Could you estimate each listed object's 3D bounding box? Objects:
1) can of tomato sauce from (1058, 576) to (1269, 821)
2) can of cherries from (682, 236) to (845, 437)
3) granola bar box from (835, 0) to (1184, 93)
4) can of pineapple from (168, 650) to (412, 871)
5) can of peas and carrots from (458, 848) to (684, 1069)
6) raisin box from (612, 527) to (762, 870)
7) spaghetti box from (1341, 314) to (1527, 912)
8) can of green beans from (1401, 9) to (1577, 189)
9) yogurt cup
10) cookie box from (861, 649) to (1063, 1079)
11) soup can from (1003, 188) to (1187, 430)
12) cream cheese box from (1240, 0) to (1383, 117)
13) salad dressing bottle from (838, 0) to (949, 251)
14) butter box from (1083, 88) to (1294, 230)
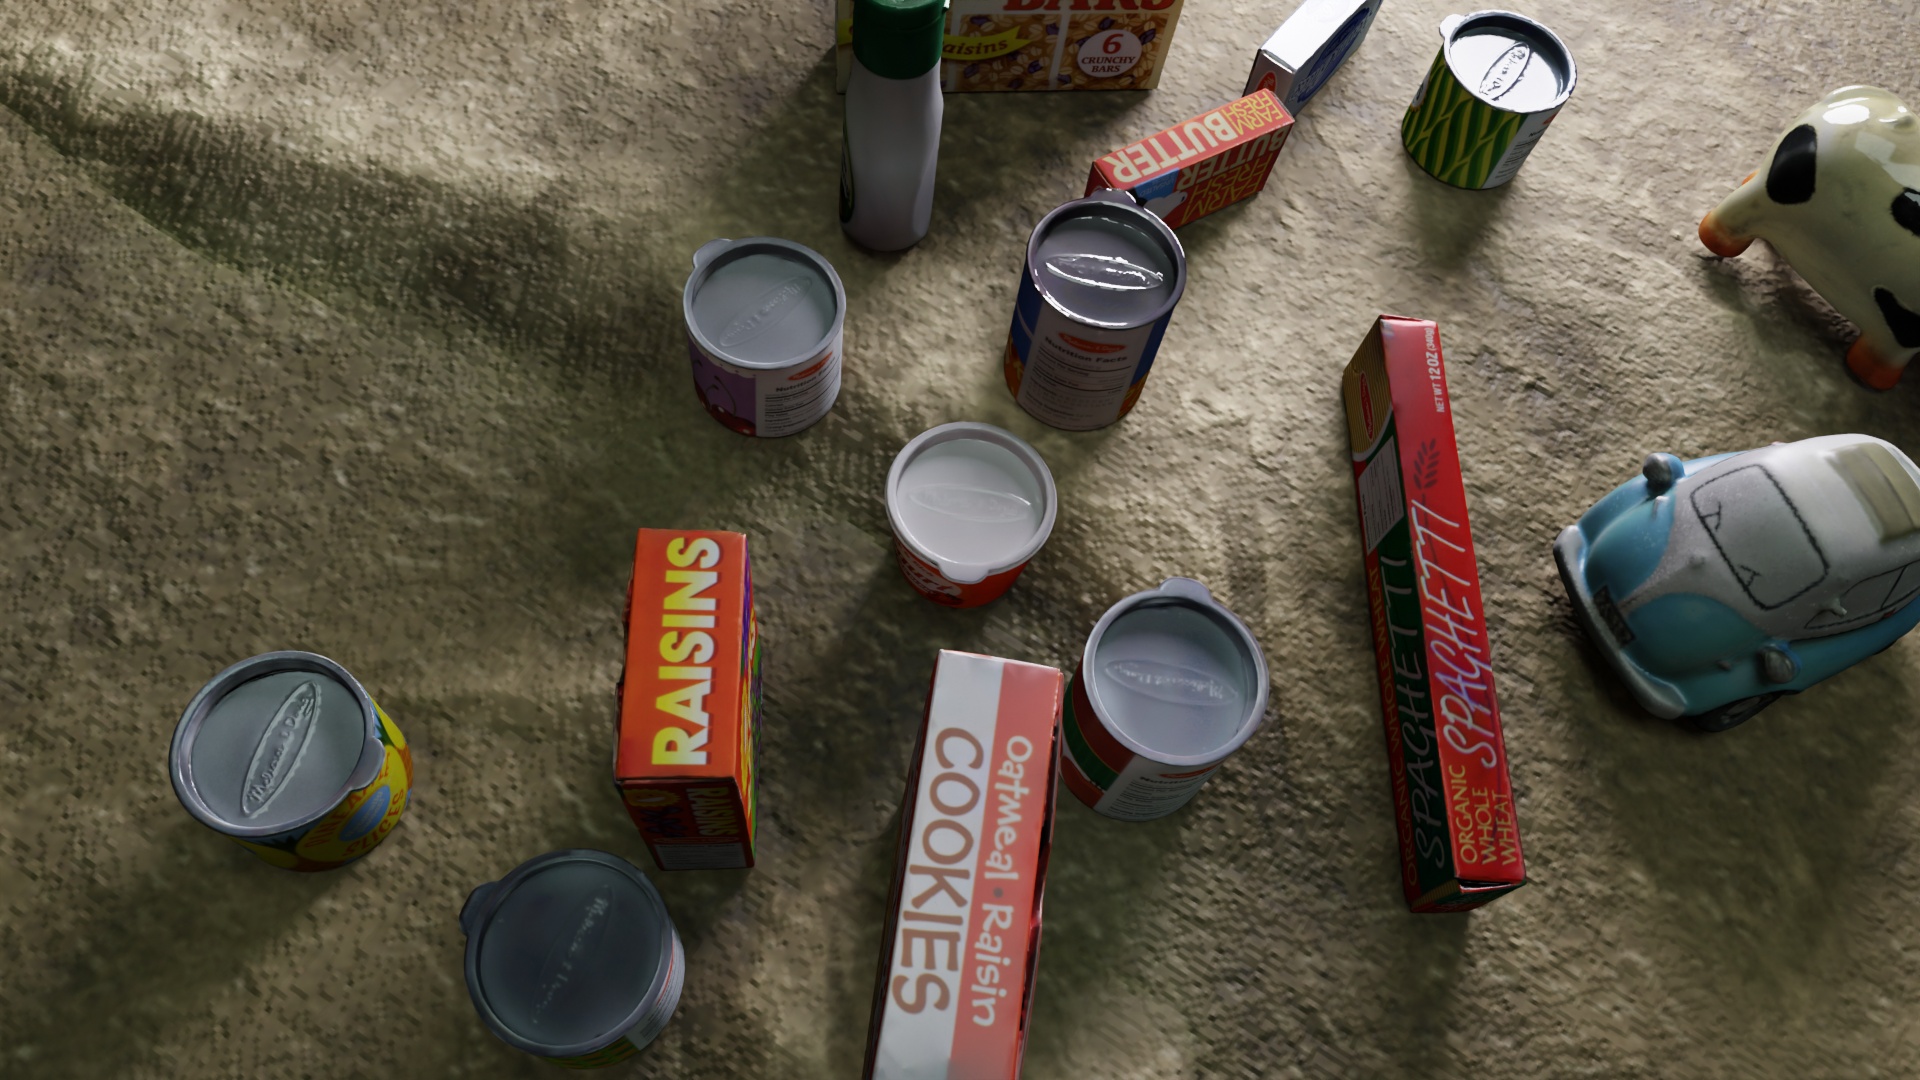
[{"bbox_3d":[0.072,0.062,0.525,0.071,0.082,0.071,2,64,-5],"label":"can of tomato sauce"},{"bbox_3d":[-0.084,-0.088,0.594,0.071,0.058,0.072,2,64,-5],"label":"can of cherries"},{"bbox_3d":[0.024,-0.270,0.657,0.166,0.123,0.039,-3,65,-8],"label":"granola bar box"},{"bbox_3d":[-0.235,0.081,0.496,0.071,0.057,0.071,2,64,-5],"label":"can of pineapple"},{"bbox_3d":[-0.132,0.144,0.477,0.071,0.058,0.071,2,64,-5],"label":"can of peas and carrots"},{"bbox_3d":[-0.092,0.060,0.486,0.040,0.123,0.086,2,65,-5],"label":"raisin box"},{"bbox_3d":[0.191,0.024,0.574,0.029,0.050,0.251,3,64,-5],"label":"spaghetti box"},{"bbox_3d":[0.263,-0.220,0.695,0.071,0.057,0.071,2,64,-5],"label":"can of green beans"},{"bbox_3d":[0.002,-0.007,0.567,0.072,0.053,0.072,2,64,-5],"label":"yogurt cup"},{"bbox_3d":[-0.003,0.122,0.441,0.040,0.166,0.123,9,64,-2],"label":"cookie box"},{"bbox_3d":[0.056,-0.098,0.600,0.071,0.083,0.071,2,64,-5],"label":"soup can"},{"bbox_3d":[0.179,-0.252,0.704,0.024,0.053,0.104,37,66,11],"label":"cream cheese box"},{"bbox_3d":[-0.029,-0.186,0.598,0.044,0.147,0.064,5,64,-4],"label":"salad dressing bottle"},{"bbox_3d":[0.105,-0.173,0.658,0.104,0.053,0.024,-27,70,-17],"label":"butter box"}]
